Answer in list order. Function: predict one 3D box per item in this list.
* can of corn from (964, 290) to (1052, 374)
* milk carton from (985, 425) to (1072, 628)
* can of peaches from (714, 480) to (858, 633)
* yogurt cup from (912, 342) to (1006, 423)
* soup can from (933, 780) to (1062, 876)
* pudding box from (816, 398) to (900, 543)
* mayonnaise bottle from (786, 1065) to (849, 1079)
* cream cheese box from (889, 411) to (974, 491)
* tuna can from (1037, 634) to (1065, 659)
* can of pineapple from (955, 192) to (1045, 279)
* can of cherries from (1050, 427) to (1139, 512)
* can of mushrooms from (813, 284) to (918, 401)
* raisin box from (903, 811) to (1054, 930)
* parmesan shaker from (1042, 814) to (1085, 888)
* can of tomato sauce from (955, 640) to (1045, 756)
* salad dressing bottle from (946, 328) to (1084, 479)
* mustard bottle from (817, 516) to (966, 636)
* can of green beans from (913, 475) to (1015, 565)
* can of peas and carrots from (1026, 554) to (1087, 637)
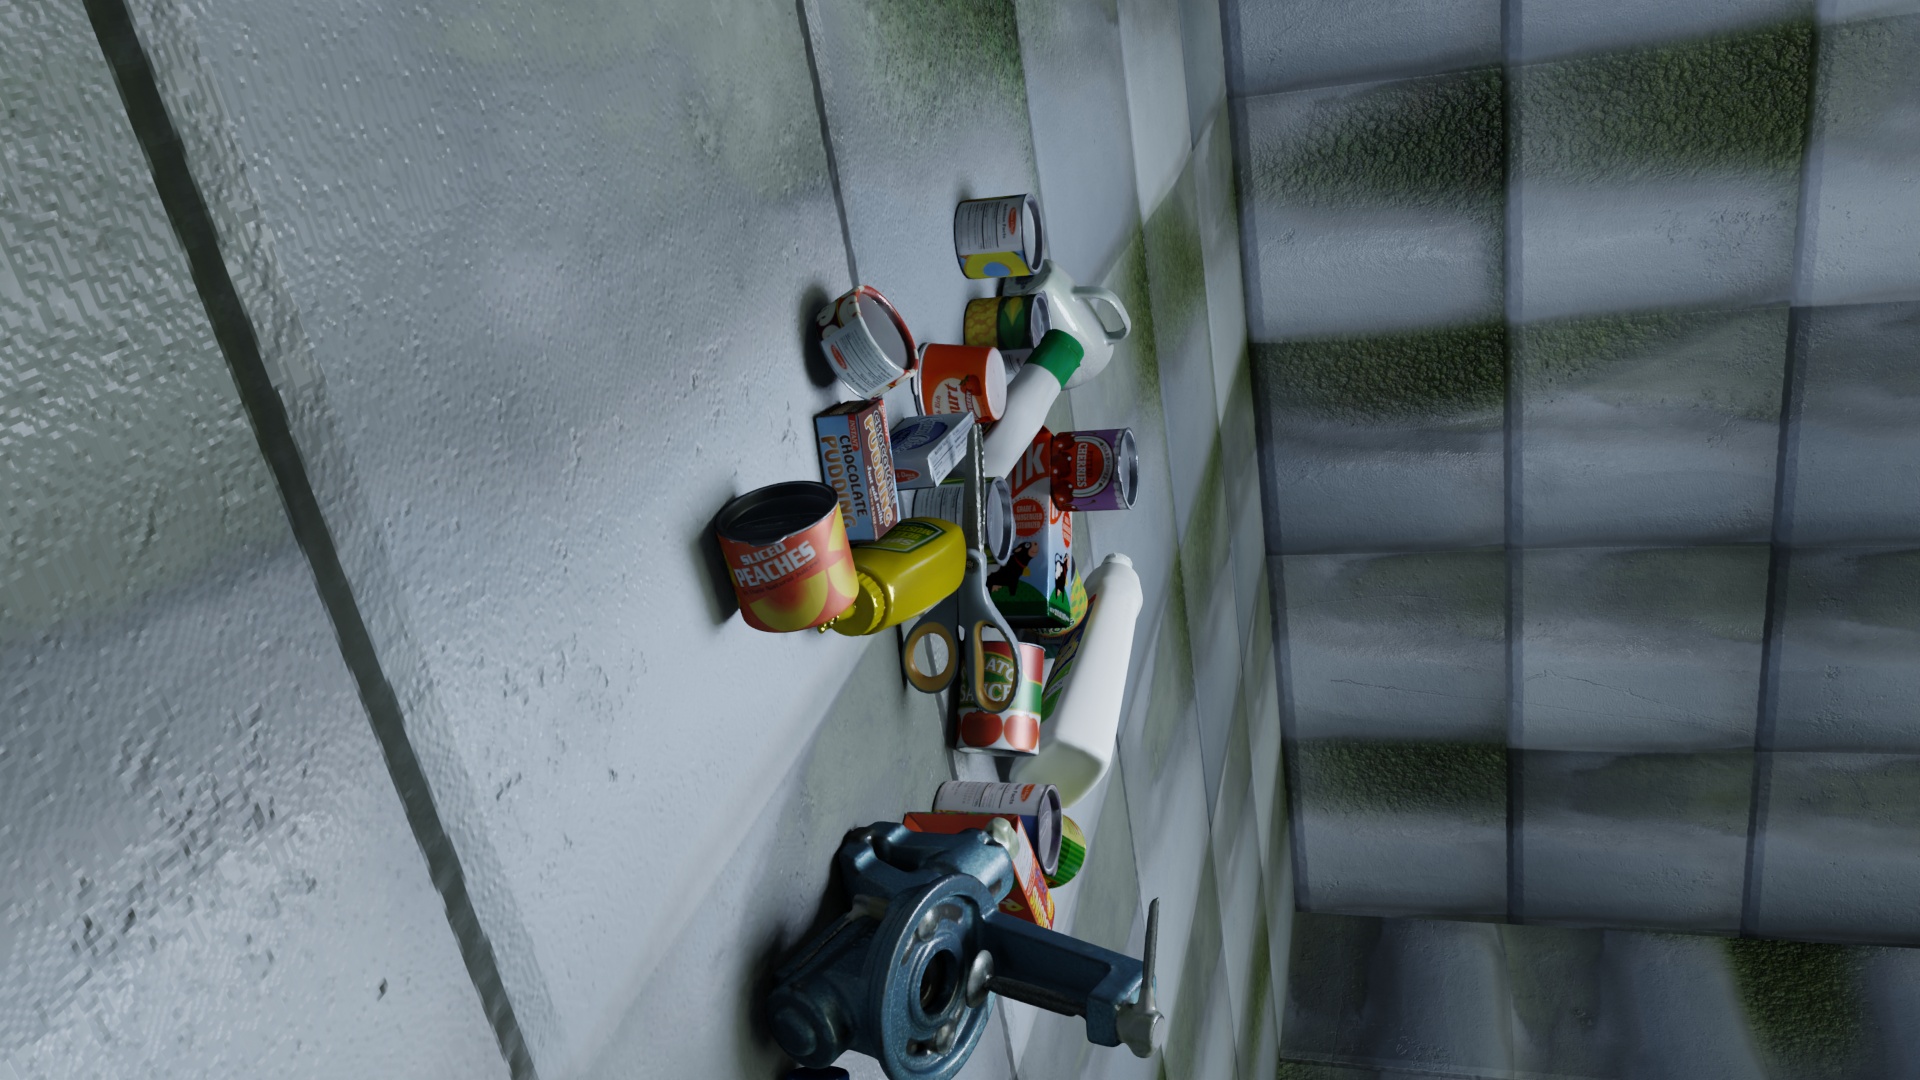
[{"bbox_3d":[0.041,-0.173,1.153,0.071,0.058,0.071,-3,91,-71],"label":"can of corn"},{"bbox_3d":[0.049,-0.027,1.141,0.072,0.073,0.191,33,57,-67],"label":"milk carton"},{"bbox_3d":[-0.092,0.009,0.736,0.071,0.071,0.057,-62,146,-55],"label":"can of peaches"},{"bbox_3d":[0.002,-0.116,1.041,0.072,0.054,0.072,-3,91,-72],"label":"yogurt cup"},{"bbox_3d":[0.028,0.217,1.043,0.071,0.084,0.071,-3,91,-71],"label":"soup can"},{"bbox_3d":[-0.064,-0.044,0.878,0.050,0.030,0.083,-44,130,-67],"label":"pudding box"},{"bbox_3d":[-0.081,0.375,0.778,0.065,0.041,0.148,23,66,-71],"label":"mayonnaise bottle"},{"bbox_3d":[-0.028,-0.061,0.950,0.104,0.053,0.024,-53,136,-62],"label":"cream cheese box"},{"bbox_3d":[0.098,0.082,1.339,0.071,0.033,0.071,-3,91,-71],"label":"tuna can"},{"bbox_3d":[0.033,-0.248,1.139,0.071,0.058,0.071,-2,91,-71],"label":"can of pineapple"},{"bbox_3d":[0.107,-0.057,1.109,0.071,0.058,0.071,-3,91,-70],"label":"can of cherries"},{"bbox_3d":[-0.057,-0.124,0.863,0.071,0.033,0.071,46,27,-31],"label":"can of mushrooms"},{"bbox_3d":[0.013,0.245,0.994,0.040,0.086,0.122,-76,156,-42],"label":"raisin box"},{"bbox_3d":[0.058,0.251,1.163,0.103,0.071,0.071,46,46,-62],"label":"parmesan shaker"},{"bbox_3d":[0.030,0.124,1.085,0.071,0.071,0.083,39,53,-66],"label":"can of tomato sauce"},{"bbox_3d":[0.044,-0.100,1.087,0.148,0.044,0.064,-55,-170,-18],"label":"salad dressing bottle"},{"bbox_3d":[-0.048,0.026,0.870,0.161,0.065,0.048,-37,128,-63],"label":"mustard bottle"},{"bbox_3d":[0.003,-0.014,1.029,0.071,0.058,0.071,-3,91,-71],"label":"can of green beans"},{"bbox_3d":[0.075,0.046,1.221,0.058,0.071,0.071,65,30,-51],"label":"can of peas and carrots"}]
